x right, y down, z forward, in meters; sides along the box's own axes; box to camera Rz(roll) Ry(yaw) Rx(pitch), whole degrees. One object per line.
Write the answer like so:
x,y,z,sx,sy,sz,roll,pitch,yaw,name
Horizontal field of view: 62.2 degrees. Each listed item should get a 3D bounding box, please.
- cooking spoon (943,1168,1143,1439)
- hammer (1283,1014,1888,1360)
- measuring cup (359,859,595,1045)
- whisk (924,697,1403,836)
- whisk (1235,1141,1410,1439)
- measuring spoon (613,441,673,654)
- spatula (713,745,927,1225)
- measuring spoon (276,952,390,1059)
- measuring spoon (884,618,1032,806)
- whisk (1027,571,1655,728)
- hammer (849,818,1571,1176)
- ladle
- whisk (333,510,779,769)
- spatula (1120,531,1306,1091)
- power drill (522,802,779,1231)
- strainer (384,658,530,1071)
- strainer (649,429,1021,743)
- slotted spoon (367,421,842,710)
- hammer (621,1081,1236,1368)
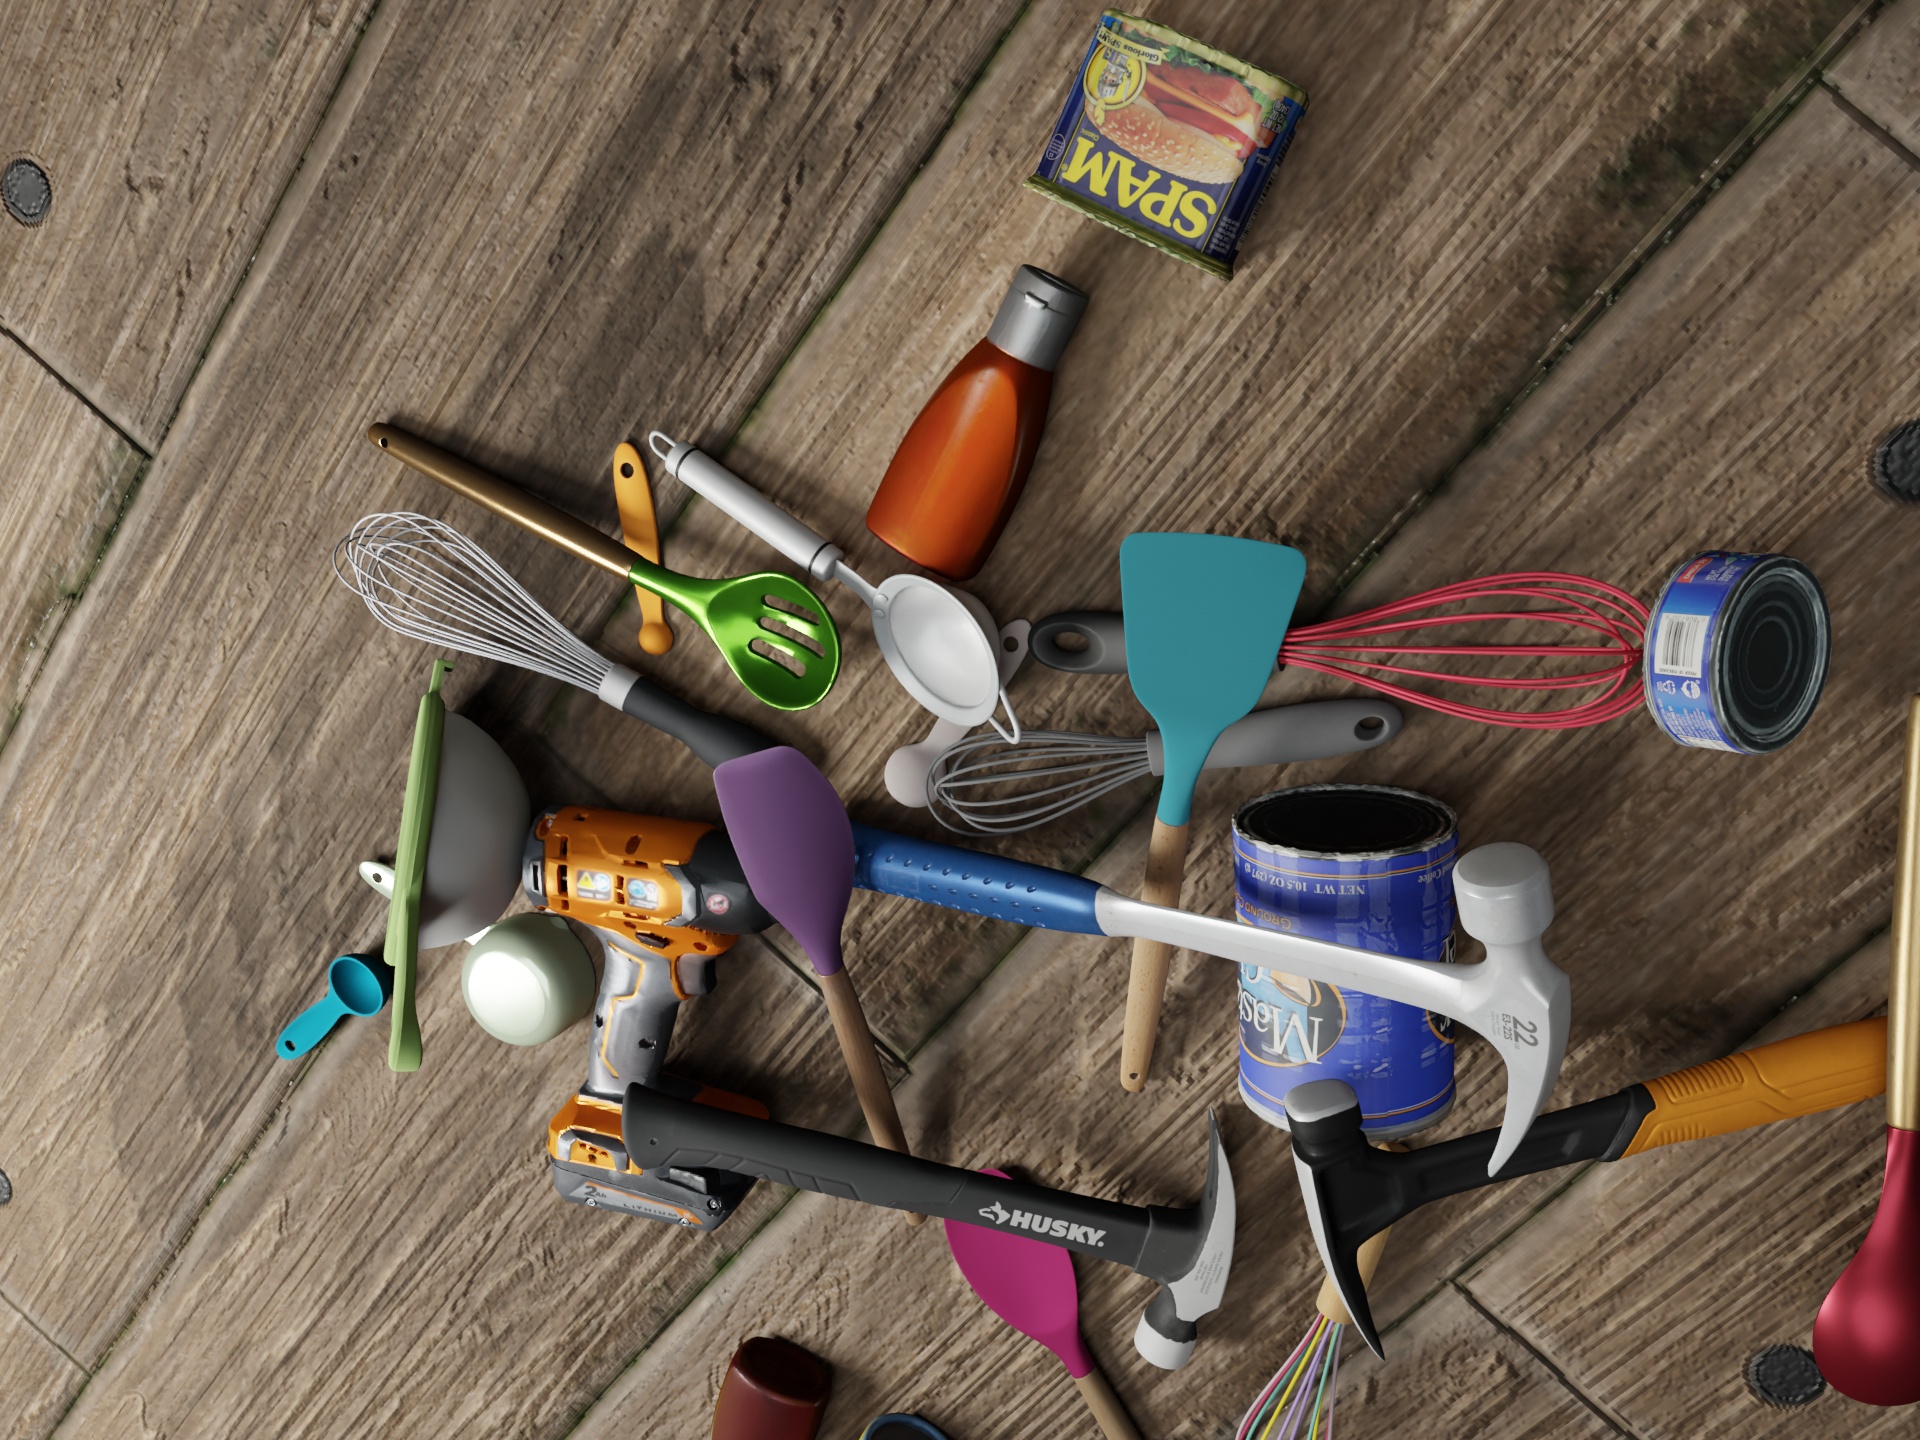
0.083,0.394,0.912,0.069,0.017,0.319,-28,95,24,cooking spoon
0.318,0.180,0.706,0.337,0.034,0.127,-16,104,1,hammer
-0.298,0.134,0.949,0.167,0.038,0.083,30,112,6,measuring cup
0.097,0.019,0.786,0.239,0.055,0.055,-9,102,16,whisk
0.195,0.332,0.851,0.047,0.051,0.245,13,106,-8,whisk
-0.174,-0.091,0.859,0.021,0.011,0.117,-2,105,18,measuring spoon
-0.060,0.151,0.849,0.060,0.018,0.315,-15,116,0,spatula
-0.399,0.183,1.013,0.128,0.021,0.042,-37,93,32,measuring spoon
-0.001,-0.003,0.825,0.034,0.018,0.124,38,112,5,measuring spoon
0.170,-0.035,0.743,0.296,0.073,0.073,2,106,24,whisk
0.077,0.095,0.729,0.406,0.035,0.144,8,125,42,hammer
0.402,0.146,0.672,0.069,0.031,0.315,-1,96,-1,ladle
-0.213,-0.034,0.869,0.284,0.070,0.070,28,112,3,whisk
0.102,0.060,0.774,0.082,0.044,0.317,6,124,3,spatula
-0.156,0.163,0.886,0.164,0.084,0.226,6,108,16,power drill
-0.263,0.091,0.841,0.069,0.257,0.151,8,120,-21,strainer
-0.060,-0.078,0.809,0.258,0.050,0.086,36,144,12,strainer
-0.192,-0.093,0.848,0.314,0.031,0.070,27,114,15,slotted spoon
-0.015,0.243,0.843,0.334,0.035,0.146,15,108,-4,hammer
